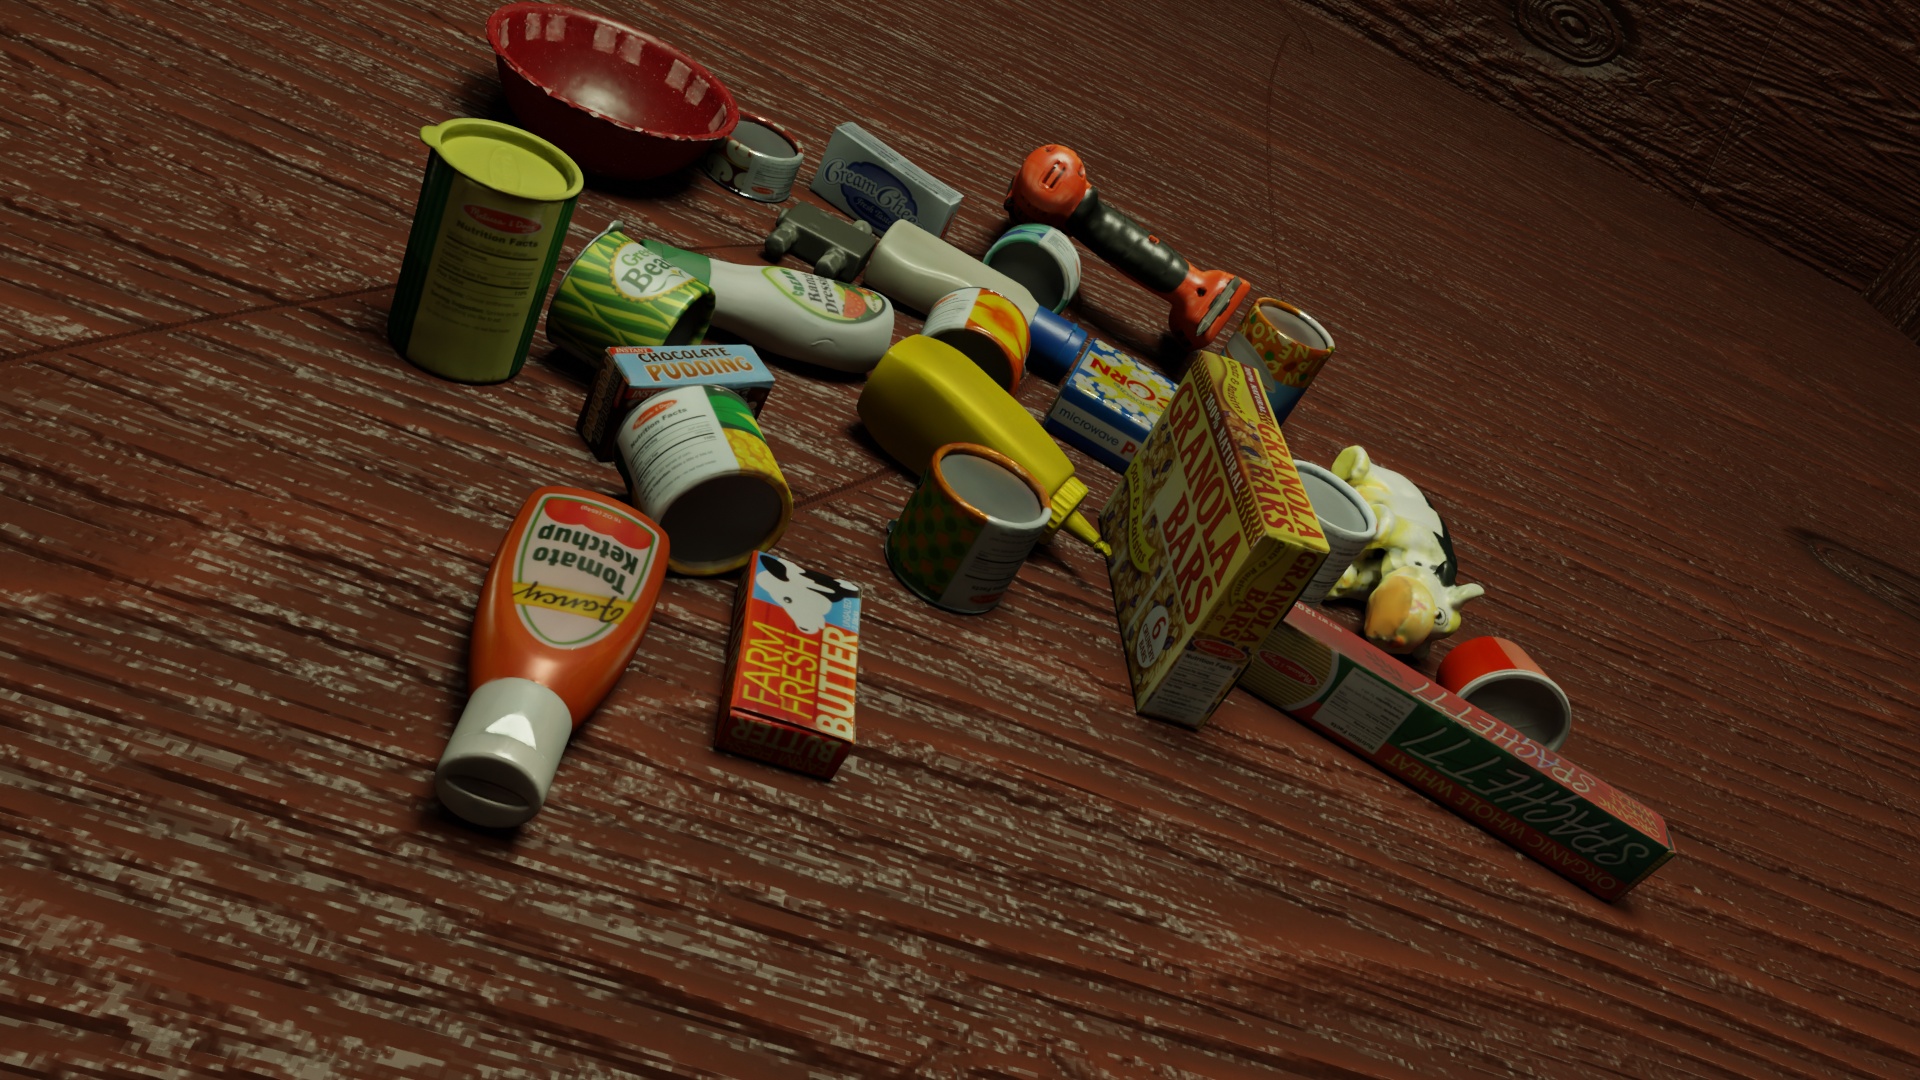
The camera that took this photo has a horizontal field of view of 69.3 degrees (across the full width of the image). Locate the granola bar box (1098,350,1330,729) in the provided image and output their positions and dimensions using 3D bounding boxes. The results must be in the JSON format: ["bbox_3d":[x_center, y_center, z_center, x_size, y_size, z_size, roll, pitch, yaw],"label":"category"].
[{"bbox_3d":[0.125,-0.004,0.720,0.039,0.123,0.166,18,34,-16],"label":"granola bar box"}]

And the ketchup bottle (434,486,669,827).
[{"bbox_3d":[-0.153,0.040,0.517,0.065,0.043,0.149,21,34,-13],"label":"ketchup bottle"}]

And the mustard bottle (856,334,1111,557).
[{"bbox_3d":[0.019,-0.043,0.751,0.160,0.065,0.049,40,39,6],"label":"mustard bottle"}]

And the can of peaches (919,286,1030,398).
[{"bbox_3d":[0.007,-0.108,0.825,0.071,0.071,0.058,26,32,-5],"label":"can of peaches"}]

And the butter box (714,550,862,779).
[{"bbox_3d":[-0.071,0.050,0.585,0.053,0.024,0.104,20,34,-16],"label":"butter box"}]

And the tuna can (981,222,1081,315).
[{"bbox_3d":[0.046,-0.182,0.960,0.071,0.070,0.033,31,33,2],"label":"tuna can"}]

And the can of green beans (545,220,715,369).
[{"bbox_3d":[-0.164,-0.113,0.697,0.058,0.071,0.071,31,32,2],"label":"can of green beans"}]

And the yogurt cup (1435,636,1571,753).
[{"bbox_3d":[0.303,0.091,0.787,0.072,0.072,0.054,25,24,-7],"label":"yogurt cup"}]

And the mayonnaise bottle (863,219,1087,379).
[{"bbox_3d":[0.011,-0.158,0.921,0.148,0.041,0.065,29,34,-3],"label":"mayonnaise bottle"}]

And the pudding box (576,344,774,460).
[{"bbox_3d":[-0.137,-0.068,0.672,0.084,0.049,0.030,-8,50,-44],"label":"pudding box"}]

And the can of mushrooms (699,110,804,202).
[{"bbox_3d":[-0.144,-0.265,0.953,0.071,0.033,0.071,20,34,-14],"label":"can of mushrooms"}]

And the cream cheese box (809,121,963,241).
[{"bbox_3d":[-0.052,-0.245,0.977,0.104,0.053,0.024,36,34,10],"label":"cream cheese box"}]

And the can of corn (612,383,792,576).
[{"bbox_3d":[-0.113,-0.025,0.620,0.071,0.070,0.058,3,42,-36],"label":"can of corn"}]

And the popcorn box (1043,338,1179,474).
[{"bbox_3d":[0.123,-0.072,0.892,0.127,0.038,0.085,30,31,1],"label":"popcorn box"}]

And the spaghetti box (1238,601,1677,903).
[{"bbox_3d":[0.253,0.108,0.735,0.250,0.050,0.029,31,33,1],"label":"spaghetti box"}]

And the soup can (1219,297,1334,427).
[{"bbox_3d":[0.213,-0.120,0.986,0.071,0.083,0.072,20,34,-14],"label":"soup can"}]

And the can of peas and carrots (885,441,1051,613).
[{"bbox_3d":[0.002,-0.009,0.691,0.071,0.058,0.071,21,33,-14],"label":"can of peas and carrots"}]

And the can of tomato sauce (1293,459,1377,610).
[{"bbox_3d":[0.186,0.004,0.794,0.071,0.082,0.071,21,34,-14],"label":"can of tomato sauce"}]

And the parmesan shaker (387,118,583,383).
[{"bbox_3d":[-0.225,-0.134,0.645,0.071,0.102,0.072,21,33,-14],"label":"parmesan shaker"}]

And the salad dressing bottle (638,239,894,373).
[{"bbox_3d":[-0.112,-0.133,0.786,0.148,0.043,0.064,11,36,-27],"label":"salad dressing bottle"}]
